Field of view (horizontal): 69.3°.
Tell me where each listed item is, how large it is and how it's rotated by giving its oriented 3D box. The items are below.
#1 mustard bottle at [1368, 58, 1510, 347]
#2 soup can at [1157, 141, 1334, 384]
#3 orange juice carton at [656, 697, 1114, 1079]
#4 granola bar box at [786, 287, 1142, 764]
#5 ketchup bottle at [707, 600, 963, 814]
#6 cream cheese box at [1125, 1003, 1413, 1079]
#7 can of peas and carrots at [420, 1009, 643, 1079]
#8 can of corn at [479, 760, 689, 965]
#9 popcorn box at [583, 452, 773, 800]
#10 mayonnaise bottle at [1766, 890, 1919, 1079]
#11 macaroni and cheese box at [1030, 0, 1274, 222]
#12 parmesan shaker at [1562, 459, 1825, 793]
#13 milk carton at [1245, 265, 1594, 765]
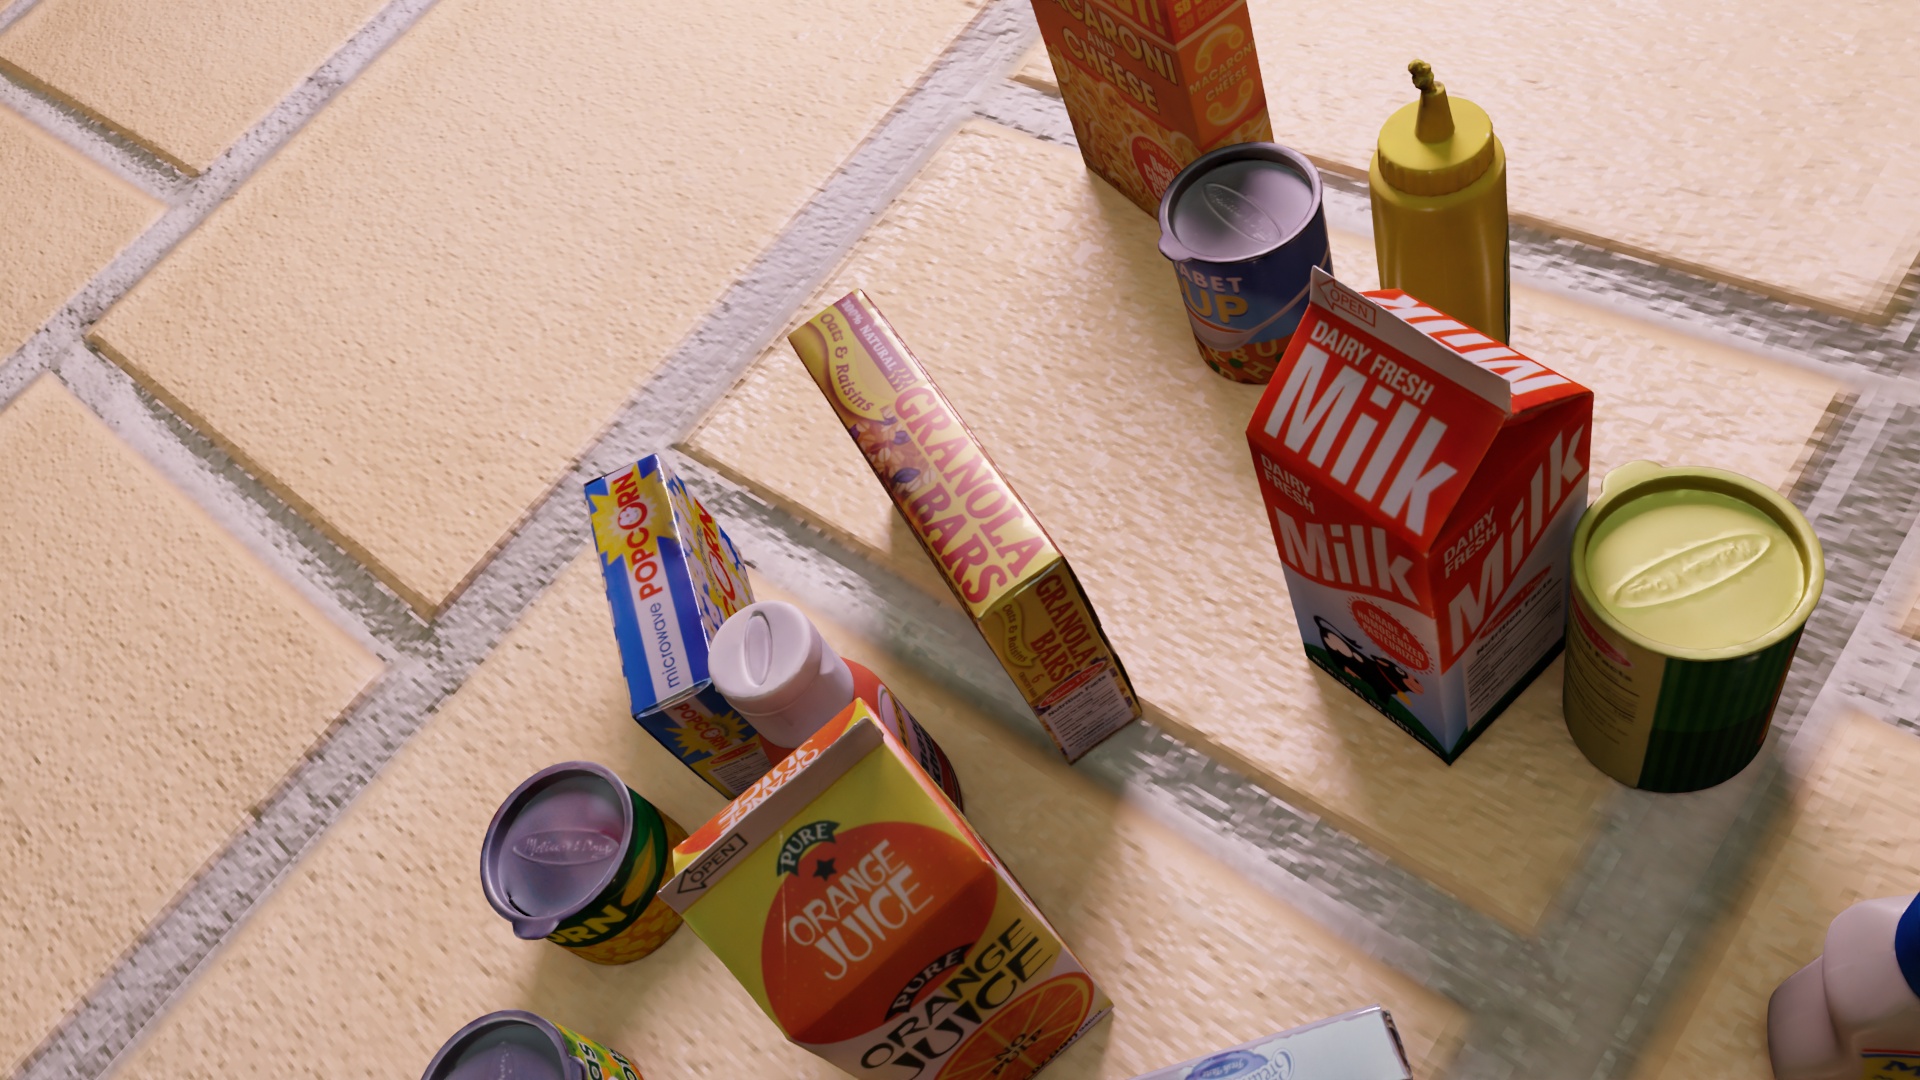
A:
[{"bbox_3d":[0.182,-0.117,0.527,0.049,0.159,0.065,-6,57,18],"label":"mustard bottle"},{"bbox_3d":[0.124,-0.116,0.597,0.071,0.083,0.072,-10,55,15],"label":"soup can"},{"bbox_3d":[-0.021,0.116,0.431,0.072,0.192,0.073,-39,53,-6],"label":"orange juice carton"},{"bbox_3d":[0.002,-0.007,0.547,0.039,0.123,0.166,-34,53,-2],"label":"granola bar box"},{"bbox_3d":[-0.042,0.073,0.496,0.043,0.148,0.065,-17,54,10],"label":"ketchup bottle"},{"bbox_3d":[0.089,0.177,0.435,0.104,0.053,0.024,-20,53,8],"label":"cream cheese box"},{"bbox_3d":[-0.153,0.210,0.504,0.071,0.058,0.071,-10,55,15],"label":"can of peas and carrots"},{"bbox_3d":[-0.147,0.132,0.554,0.071,0.058,0.071,-10,55,15],"label":"can of corn"},{"bbox_3d":[-0.114,0.036,0.588,0.038,0.085,0.127,-26,53,4],"label":"popcorn box"},{"bbox_3d":[0.250,0.118,0.353,0.065,0.147,0.041,1,59,22],"label":"mayonnaise bottle"},{"bbox_3d":[0.085,-0.213,0.624,0.040,0.166,0.124,-38,53,-5],"label":"macaroni and cheese box"},{"bbox_3d":[0.230,0.030,0.447,0.071,0.102,0.071,-10,55,15],"label":"parmesan shaker"},{"bbox_3d":[0.150,-0.010,0.450,0.073,0.189,0.072,-42,53,-8],"label":"milk carton"}]
